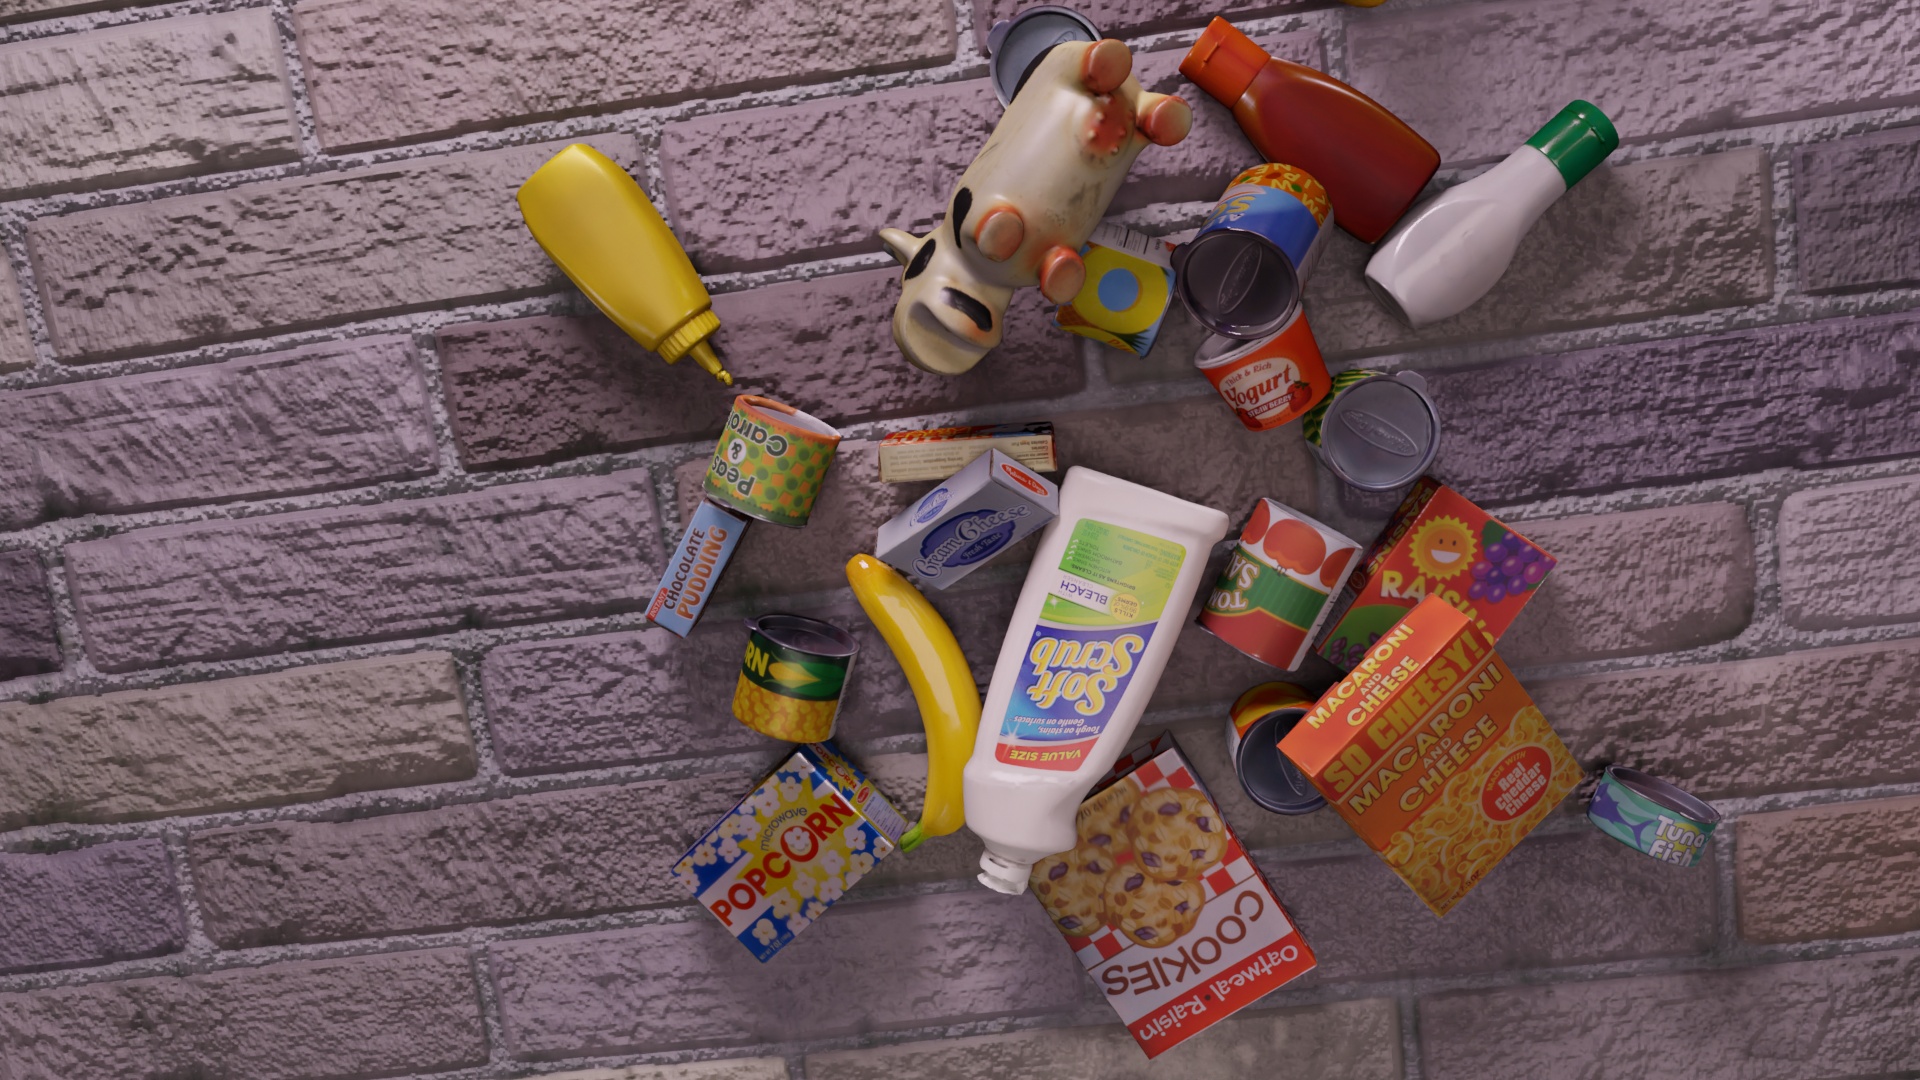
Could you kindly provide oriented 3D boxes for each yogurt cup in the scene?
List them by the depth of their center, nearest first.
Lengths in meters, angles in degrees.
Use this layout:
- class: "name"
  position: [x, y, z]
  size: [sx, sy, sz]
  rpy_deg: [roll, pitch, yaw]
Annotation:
- class: "yogurt cup"
  position: [0.175, -0.099, 0.793]
  size: [0.072, 0.072, 0.054]
  rpy_deg: [-32, 106, 8]

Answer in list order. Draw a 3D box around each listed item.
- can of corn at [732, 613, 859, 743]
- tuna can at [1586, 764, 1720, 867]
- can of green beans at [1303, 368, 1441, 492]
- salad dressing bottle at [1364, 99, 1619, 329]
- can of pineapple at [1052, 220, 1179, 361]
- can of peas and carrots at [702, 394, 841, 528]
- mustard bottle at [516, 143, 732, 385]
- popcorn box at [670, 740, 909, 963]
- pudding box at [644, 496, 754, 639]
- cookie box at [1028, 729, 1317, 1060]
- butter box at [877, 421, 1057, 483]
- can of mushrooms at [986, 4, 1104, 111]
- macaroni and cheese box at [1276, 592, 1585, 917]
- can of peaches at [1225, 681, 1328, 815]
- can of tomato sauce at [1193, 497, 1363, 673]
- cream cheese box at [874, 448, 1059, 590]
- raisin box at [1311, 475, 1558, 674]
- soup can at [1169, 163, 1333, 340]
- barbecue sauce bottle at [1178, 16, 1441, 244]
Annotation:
- class: "can of corn"
  position: [-0.102, 0.082, 0.839]
  size: [0.071, 0.071, 0.058]
  rpy_deg: [16, 102, 0]
- class: "tuna can"
  position: [0.412, 0.164, 0.824]
  size: [0.071, 0.071, 0.032]
  rpy_deg: [19, 103, 0]
- class: "can of green beans"
  position: [0.235, -0.064, 0.798]
  size: [0.071, 0.058, 0.071]
  rpy_deg: [1, 101, 3]
- class: "salad dressing bottle"
  position: [0.299, -0.183, 0.780]
  size: [0.147, 0.044, 0.064]
  rpy_deg: [-41, 102, 8]
- class: "can of pineapple"
  position: [0.089, -0.142, 0.788]
  size: [0.058, 0.071, 0.071]
  rpy_deg: [19, 101, 0]
- class: "can of peas and carrots"
  position: [-0.112, -0.047, 0.814]
  size: [0.071, 0.071, 0.058]
  rpy_deg: [23, 101, -1]
- class: "mustard bottle"
  position: [-0.187, -0.152, 0.810]
  size: [0.065, 0.049, 0.160]
  rpy_deg: [-37, 97, 9]
- class: "popcorn box"
  position: [-0.107, 0.191, 0.866]
  size: [0.085, 0.038, 0.126]
  rpy_deg: [46, 107, -1]
- class: "pudding box"
  position: [-0.156, 0.012, 0.838]
  size: [0.030, 0.050, 0.083]
  rpy_deg: [29, 101, -4]
- class: "cookie box"
  position: [0.124, 0.222, 0.867]
  size: [0.123, 0.040, 0.167]
  rpy_deg: [-33, 96, 9]
- class: "butter box"
  position: [0.005, -0.052, 0.816]
  size: [0.103, 0.053, 0.024]
  rpy_deg: [-4, 102, 4]
- class: "can of mushrooms"
  position: [0.048, -0.267, 0.784]
  size: [0.071, 0.033, 0.071]
  rpy_deg: [1, 101, 3]
- class: "macaroni and cheese box"
  position: [0.272, 0.126, 0.798]
  size: [0.124, 0.040, 0.166]
  rpy_deg: [-45, 122, 0]
- class: "can of peaches"
  position: [0.197, 0.123, 0.835]
  size: [0.071, 0.058, 0.071]
  rpy_deg: [1, 100, 3]
- class: "can of tomato sauce"
  position: [0.185, 0.025, 0.813]
  size: [0.071, 0.071, 0.083]
  rpy_deg: [26, 100, -2]
- class: "cream cheese box"
  position: [0.003, -0.010, 0.806]
  size: [0.053, 0.024, 0.103]
  rpy_deg: [29, 135, -32]
- class: "raisin box"
  position: [0.278, 0.036, 0.824]
  size: [0.086, 0.040, 0.123]
  rpy_deg: [33, 102, -3]
- class: "soup can"
  position: [0.160, -0.161, 0.760]
  size: [0.071, 0.084, 0.071]
  rpy_deg: [17, 134, 18]
- class: "barbecue sauce bottle"
  position: [0.191, -0.233, 0.777]
  size: [0.148, 0.044, 0.064]
  rpy_deg: [36, 110, -3]
